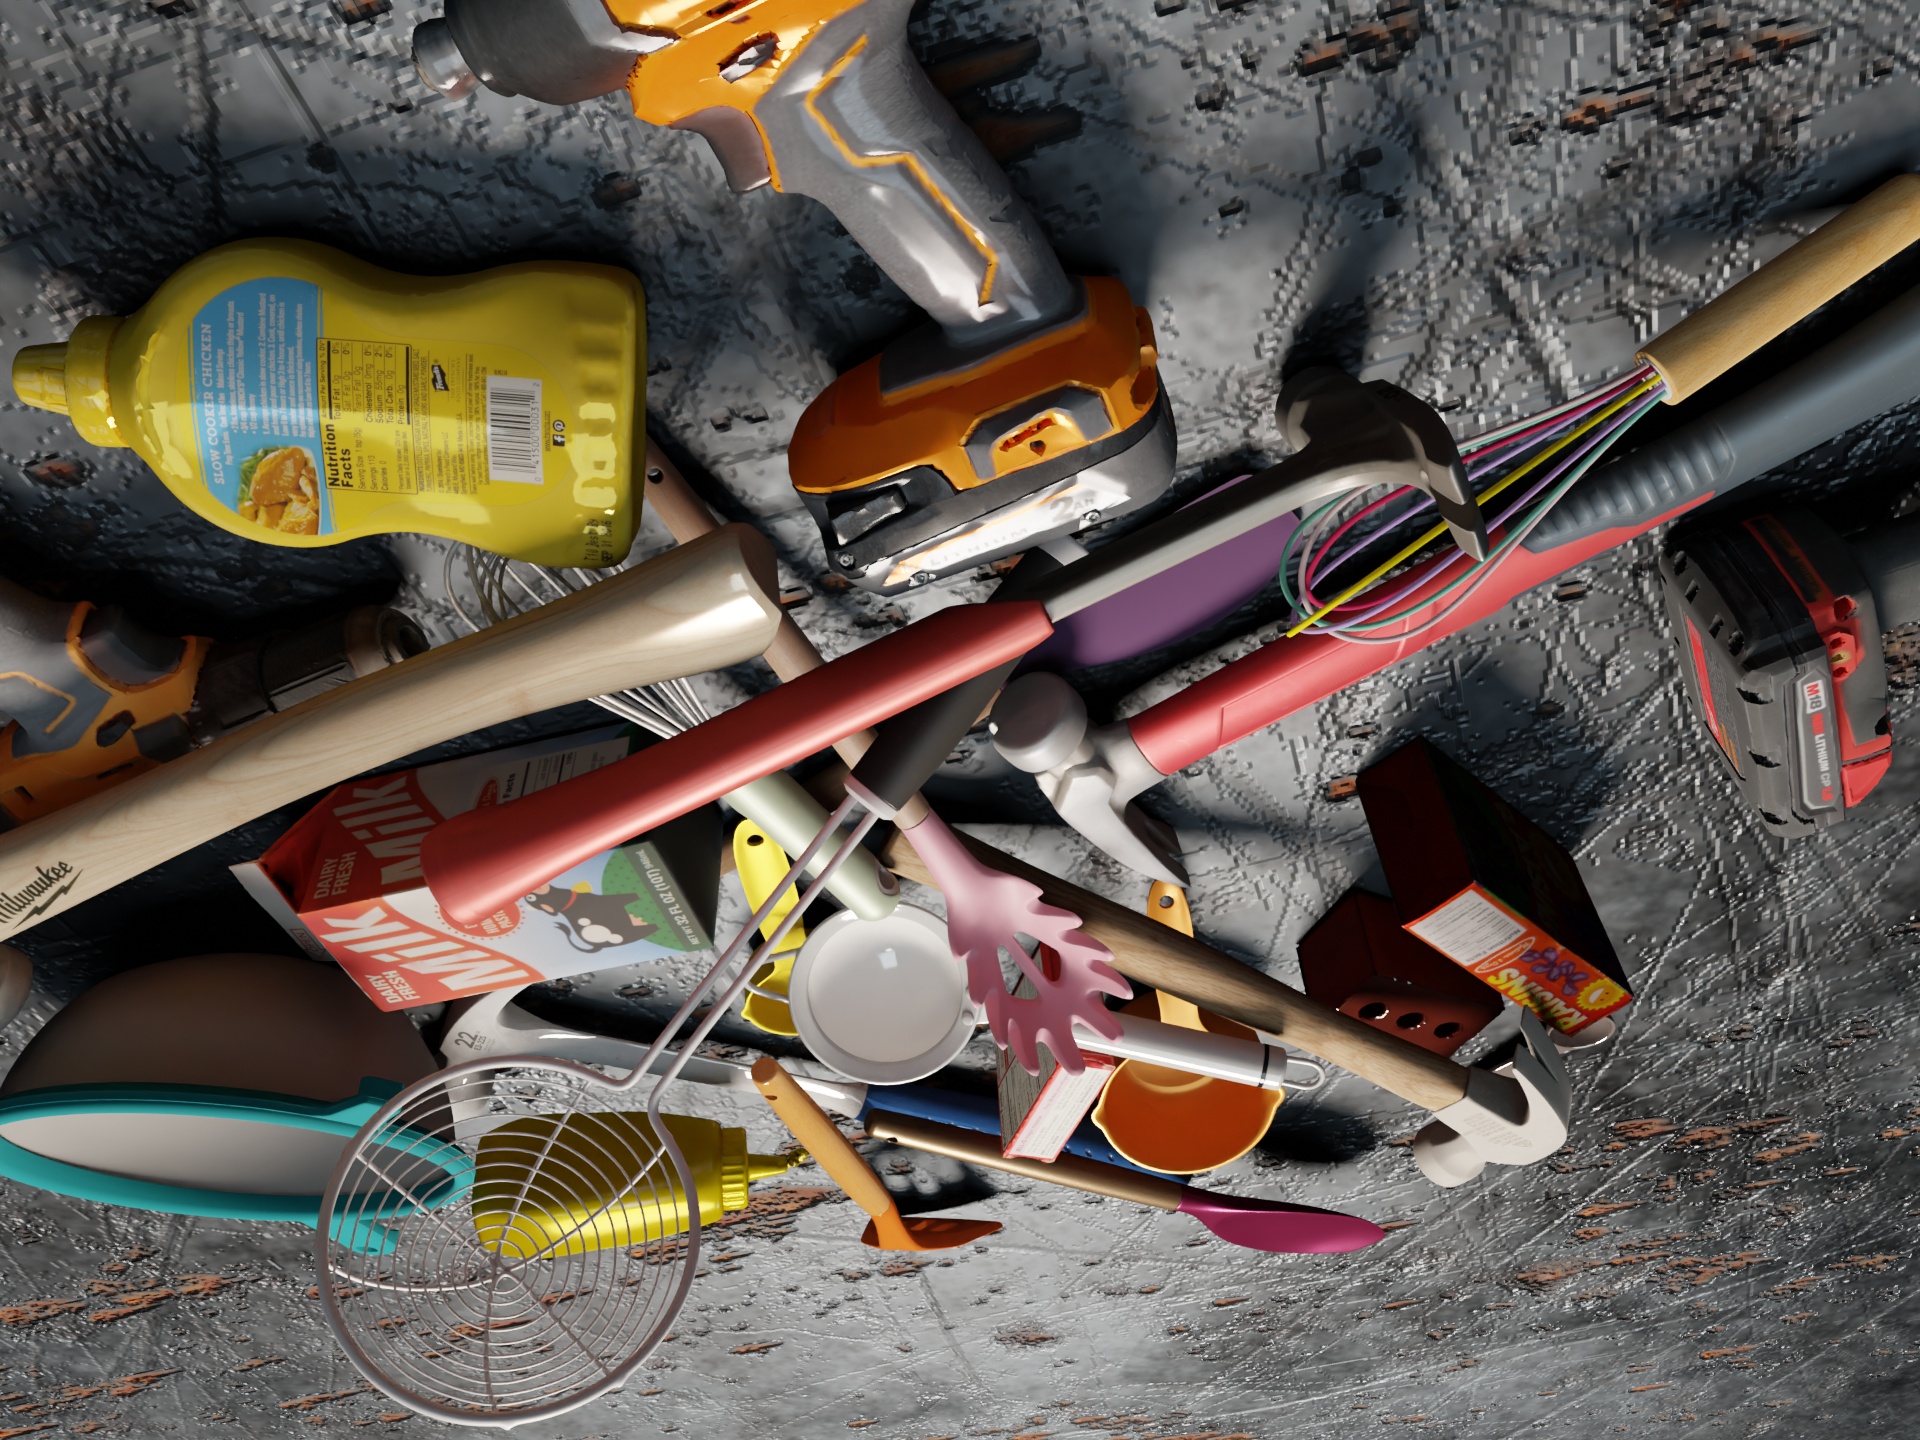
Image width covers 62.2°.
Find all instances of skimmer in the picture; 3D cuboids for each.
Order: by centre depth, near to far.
[{"bbox_3d":[-0.073,0.073,0.555,0.127,0.090,0.363,38,88,9],"label":"skimmer"}]

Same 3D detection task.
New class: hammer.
[{"bbox_3d":[-0.017,-0.014,0.516,0.359,0.149,0.036,-25,111,9],"label":"hammer"},{"bbox_3d":[-0.252,0.015,0.547,0.410,0.038,0.146,-21,144,15],"label":"hammer"},{"bbox_3d":[0.207,-0.050,0.600,0.386,0.038,0.143,-29,138,20],"label":"hammer"},{"bbox_3d":[0.119,0.117,0.705,0.331,0.031,0.130,25,146,-5],"label":"hammer"},{"bbox_3d":[-0.061,0.193,0.825,0.405,0.035,0.144,16,131,-18],"label":"hammer"}]

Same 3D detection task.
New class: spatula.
[{"bbox_3d":[-0.001,-0.002,0.652,0.316,0.018,0.059,-31,132,23],"label":"spatula"},{"bbox_3d":[-0.048,0.228,0.808,0.081,0.041,0.322,-2,147,14],"label":"spatula"}]

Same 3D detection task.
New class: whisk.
[{"bbox_3d":[0.209,-0.100,0.526,0.245,0.051,0.047,-35,147,6],"label":"whisk"},{"bbox_3d":[-0.101,0.007,0.619,0.059,0.058,0.246,-30,126,18],"label":"whisk"}]

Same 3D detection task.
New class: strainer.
[{"bbox_3d":[0.033,0.132,0.707,0.258,0.050,0.087,11,102,5],"label":"strainer"},{"bbox_3d":[-0.327,0.191,0.782,0.211,0.095,0.340,1,152,-2],"label":"strainer"}]

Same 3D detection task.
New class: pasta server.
[{"bbox_3d":[-0.030,0.020,0.616,0.060,0.040,0.316,-38,116,-5],"label":"pasta server"}]

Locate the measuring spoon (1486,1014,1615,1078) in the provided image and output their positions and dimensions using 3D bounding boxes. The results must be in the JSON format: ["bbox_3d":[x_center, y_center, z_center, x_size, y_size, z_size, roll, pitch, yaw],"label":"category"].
[{"bbox_3d":[0.298,0.180,0.854,0.034,0.018,0.124,20,137,-22],"label":"measuring spoon"}]

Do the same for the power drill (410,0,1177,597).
[{"bbox_3d":[-0.040,-0.149,0.466,0.164,0.084,0.226,-18,128,15],"label":"power drill"}]

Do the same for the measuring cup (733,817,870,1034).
[{"bbox_3d":[-0.081,0.088,0.723,0.062,0.029,0.156,-12,134,-3],"label":"measuring cup"}]

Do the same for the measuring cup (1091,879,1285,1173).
[{"bbox_3d":[0.105,0.140,0.781,0.095,0.052,0.173,-8,115,2],"label":"measuring cup"}]

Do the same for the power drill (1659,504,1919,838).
[{"bbox_3d":[0.403,-0.037,0.606,0.226,0.080,0.187,-23,132,14],"label":"power drill"}]

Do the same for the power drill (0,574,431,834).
[{"bbox_3d":[-0.317,-0.044,0.551,0.185,0.084,0.225,-19,137,14],"label":"power drill"}]

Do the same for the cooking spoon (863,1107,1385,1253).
[{"bbox_3d":[0.094,0.249,0.852,0.318,0.017,0.068,19,140,-21],"label":"cooking spoon"}]
